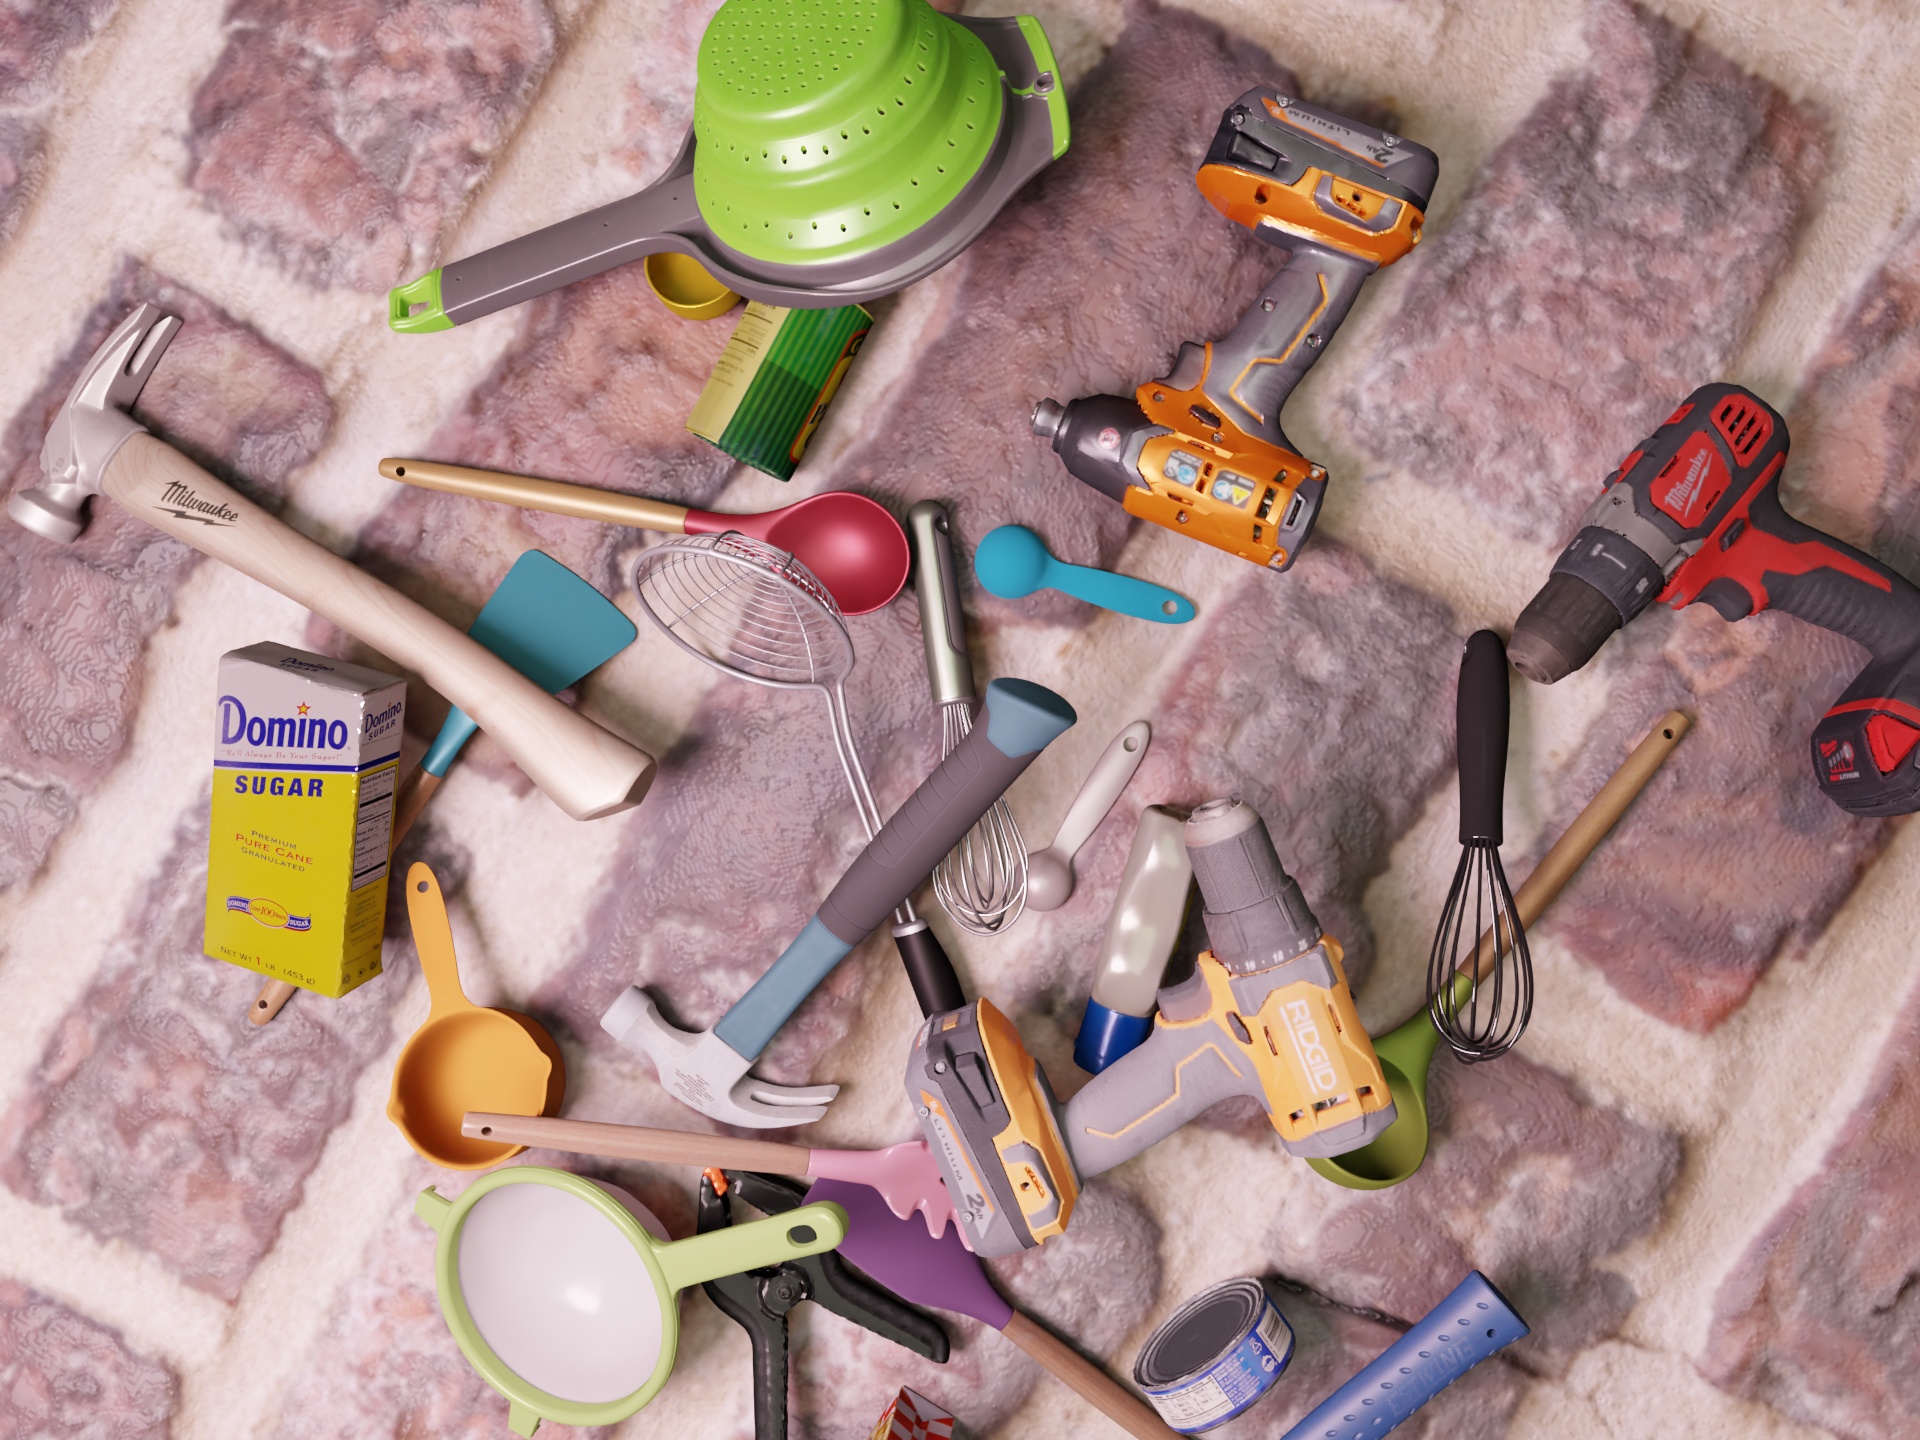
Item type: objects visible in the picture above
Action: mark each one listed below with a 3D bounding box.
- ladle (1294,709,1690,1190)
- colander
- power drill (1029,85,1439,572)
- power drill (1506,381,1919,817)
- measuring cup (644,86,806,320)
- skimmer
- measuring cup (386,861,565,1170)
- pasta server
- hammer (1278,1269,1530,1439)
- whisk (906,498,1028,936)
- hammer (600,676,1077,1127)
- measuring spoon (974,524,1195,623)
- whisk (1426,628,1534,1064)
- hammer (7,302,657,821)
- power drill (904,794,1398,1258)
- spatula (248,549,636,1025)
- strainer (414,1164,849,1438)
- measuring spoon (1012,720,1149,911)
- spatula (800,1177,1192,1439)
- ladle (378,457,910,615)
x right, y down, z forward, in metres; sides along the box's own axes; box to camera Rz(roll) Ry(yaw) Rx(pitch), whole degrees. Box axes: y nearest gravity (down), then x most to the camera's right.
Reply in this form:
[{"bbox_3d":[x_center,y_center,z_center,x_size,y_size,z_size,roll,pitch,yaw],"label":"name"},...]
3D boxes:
[{"bbox_3d":[0.294,0.120,0.862,0.078,0.062,0.320,39,89,11],"label":"ladle"},{"bbox_3d":[-0.146,-0.300,0.837,0.397,0.094,0.205,-16,62,11],"label":"colander"},{"bbox_3d":[0.145,-0.213,0.859,0.164,0.084,0.226,22,95,4],"label":"power drill"},{"bbox_3d":[0.421,-0.045,0.839,0.227,0.080,0.188,41,87,6],"label":"power drill"},{"bbox_3d":[-0.123,-0.295,0.905,0.062,0.029,0.156,28,79,10],"label":"measuring cup"},{"bbox_3d":[-0.070,0.067,0.864,0.090,0.127,0.363,-23,94,-40],"label":"skimmer"},{"bbox_3d":[-0.279,0.165,0.900,0.095,0.052,0.174,-18,78,2],"label":"measuring cup"},{"bbox_3d":[-0.109,0.239,0.864,0.316,0.040,0.060,9,96,-10],"label":"pasta server"},{"bbox_3d":[0.135,0.438,0.863,0.405,0.035,0.144,-43,93,6],"label":"hammer"},{"bbox_3d":[-0.001,-0.003,0.884,0.059,0.057,0.246,-11,85,32],"label":"whisk"},{"bbox_3d":[-0.057,0.098,0.832,0.128,0.033,0.331,40,116,-1],"label":"hammer"},{"bbox_3d":[0.070,-0.078,0.890,0.128,0.021,0.042,16,91,4],"label":"measuring spoon"},{"bbox_3d":[0.276,0.062,0.842,0.055,0.055,0.239,6,72,3],"label":"whisk"},{"bbox_3d":[-0.337,-0.078,0.882,0.411,0.038,0.146,31,91,11],"label":"hammer"},{"bbox_3d":[0.087,0.156,0.809,0.226,0.084,0.185,-21,96,6],"label":"power drill"},{"bbox_3d":[-0.312,0.049,0.914,0.082,0.044,0.317,38,97,3],"label":"spatula"},{"bbox_3d":[-0.163,0.286,0.859,0.256,0.069,0.151,-21,94,21],"label":"strainer"},{"bbox_3d":[0.070,0.053,0.892,0.034,0.018,0.124,32,91,3],"label":"measuring spoon"},{"bbox_3d":[0.048,0.349,0.890,0.316,0.018,0.060,38,61,1],"label":"spatula"},{"bbox_3d":[-0.180,-0.116,0.903,0.315,0.031,0.069,11,99,5],"label":"ladle"}]
